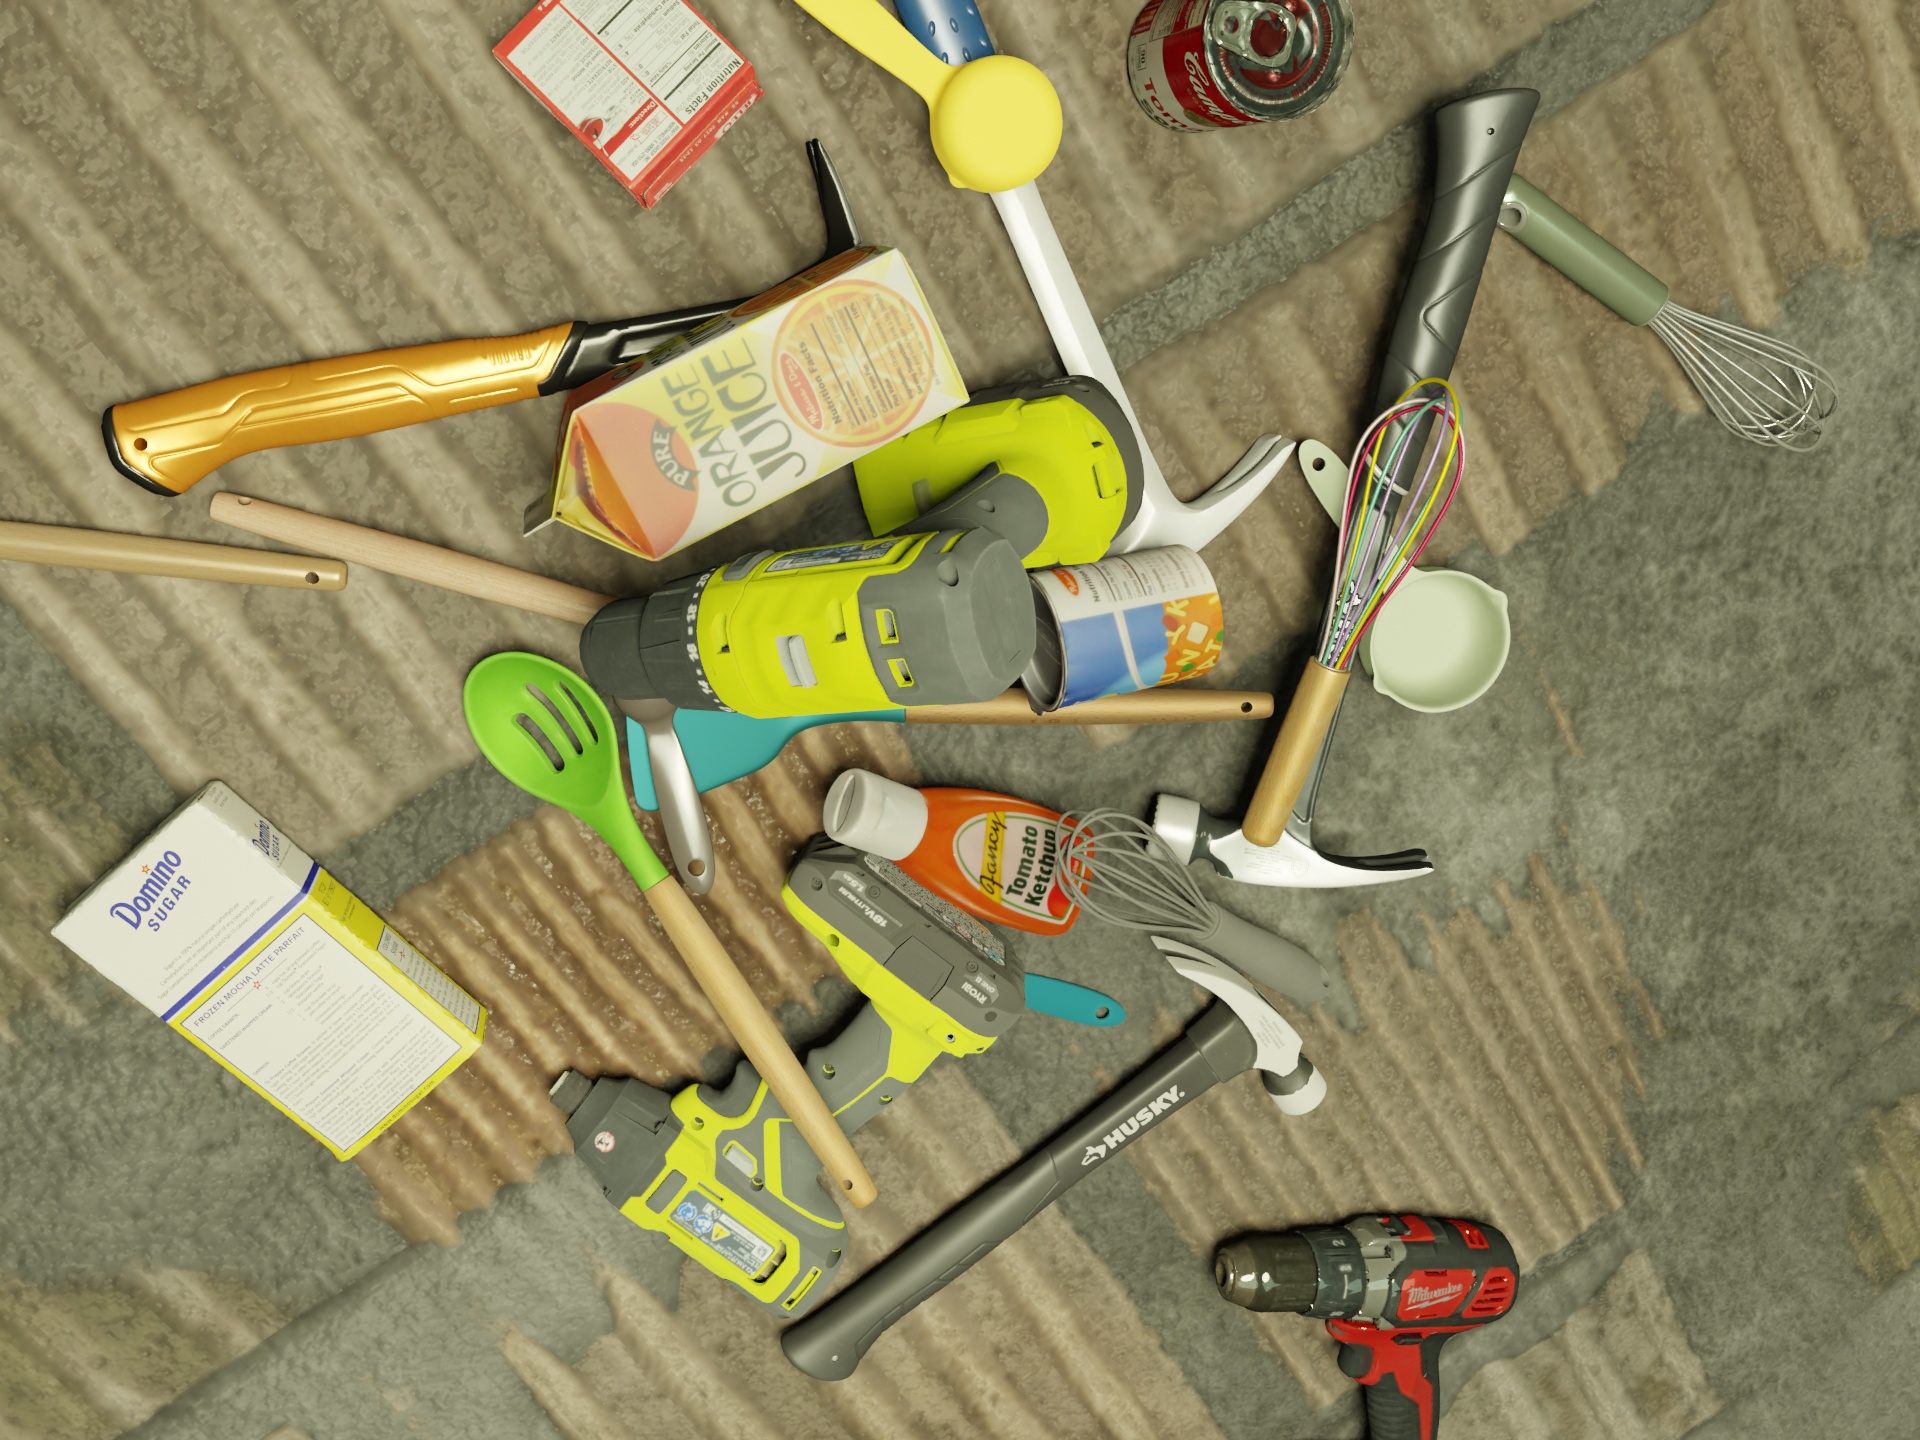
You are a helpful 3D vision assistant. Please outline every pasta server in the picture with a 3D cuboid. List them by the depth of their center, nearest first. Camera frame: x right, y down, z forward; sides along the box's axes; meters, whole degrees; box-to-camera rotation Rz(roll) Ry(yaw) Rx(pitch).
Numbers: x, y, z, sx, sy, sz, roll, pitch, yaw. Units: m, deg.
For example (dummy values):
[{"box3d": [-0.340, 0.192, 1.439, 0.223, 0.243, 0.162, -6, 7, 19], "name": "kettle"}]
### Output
[{"box3d": [-0.177, -0.060, 0.721, 0.316, 0.060, 0.040, 15, 128, -8], "name": "pasta server"}]

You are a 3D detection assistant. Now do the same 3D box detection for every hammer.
[{"box3d": [-0.203, -0.164, 0.704, 0.337, 0.034, 0.127, -14, 110, -10], "name": "hammer"}, {"box3d": [0.028, -0.252, 0.736, 0.144, 0.035, 0.405, -28, 111, -4], "name": "hammer"}, {"box3d": [0.211, -0.102, 0.793, 0.149, 0.036, 0.408, 13, 107, 2], "name": "hammer"}, {"box3d": [0.040, 0.256, 0.889, 0.335, 0.035, 0.146, -37, 118, 0], "name": "hammer"}]

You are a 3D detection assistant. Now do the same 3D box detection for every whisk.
[{"box3d": [0.187, -0.048, 0.776, 0.051, 0.047, 0.245, -10, 124, -52], "name": "whisk"}, {"box3d": [0.367, -0.214, 0.832, 0.246, 0.058, 0.059, 28, 64, -17], "name": "whisk"}, {"box3d": [0.129, 0.105, 0.843, 0.238, 0.055, 0.055, 32, 97, -39], "name": "whisk"}]

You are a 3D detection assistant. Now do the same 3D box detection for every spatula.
[{"box3d": [-0.001, -0.003, 0.784, 0.317, 0.044, 0.082, -1, 103, -2], "name": "spatula"}]

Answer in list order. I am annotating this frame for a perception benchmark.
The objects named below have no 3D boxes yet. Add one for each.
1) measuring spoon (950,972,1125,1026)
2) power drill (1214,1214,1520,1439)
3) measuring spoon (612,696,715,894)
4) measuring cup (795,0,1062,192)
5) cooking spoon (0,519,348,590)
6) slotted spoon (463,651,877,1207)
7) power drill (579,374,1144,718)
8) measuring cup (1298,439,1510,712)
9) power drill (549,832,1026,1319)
[{"box3d": [0.036, 0.150, 0.866, 0.128, 0.021, 0.042, 18, 101, -17], "name": "measuring spoon"}, {"box3d": [0.231, 0.407, 0.968, 0.187, 0.080, 0.226, 5, 102, -16], "name": "power drill"}, {"box3d": [-0.137, 0.028, 0.754, 0.034, 0.018, 0.124, -14, 106, -4], "name": "measuring spoon"}, {"box3d": [-0.022, -0.285, 0.677, 0.156, 0.029, 0.062, 32, 97, -22], "name": "measuring cup"}, {"box3d": [-0.432, -0.079, 0.681, 0.318, 0.017, 0.068, 5, 106, -15], "name": "cooking spoon"}, {"box3d": [-0.131, 0.100, 0.756, 0.070, 0.031, 0.314, -33, 92, 23], "name": "slotted spoon"}, {"box3d": [-0.033, -0.069, 0.673, 0.190, 0.228, 0.080, -4, 115, 30], "name": "power drill"}, {"box3d": [0.223, -0.080, 0.840, 0.083, 0.038, 0.167, -37, 102, 4], "name": "measuring cup"}, {"box3d": [-0.087, 0.172, 0.808, 0.171, 0.080, 0.223, 38, 98, -5], "name": "power drill"}]
